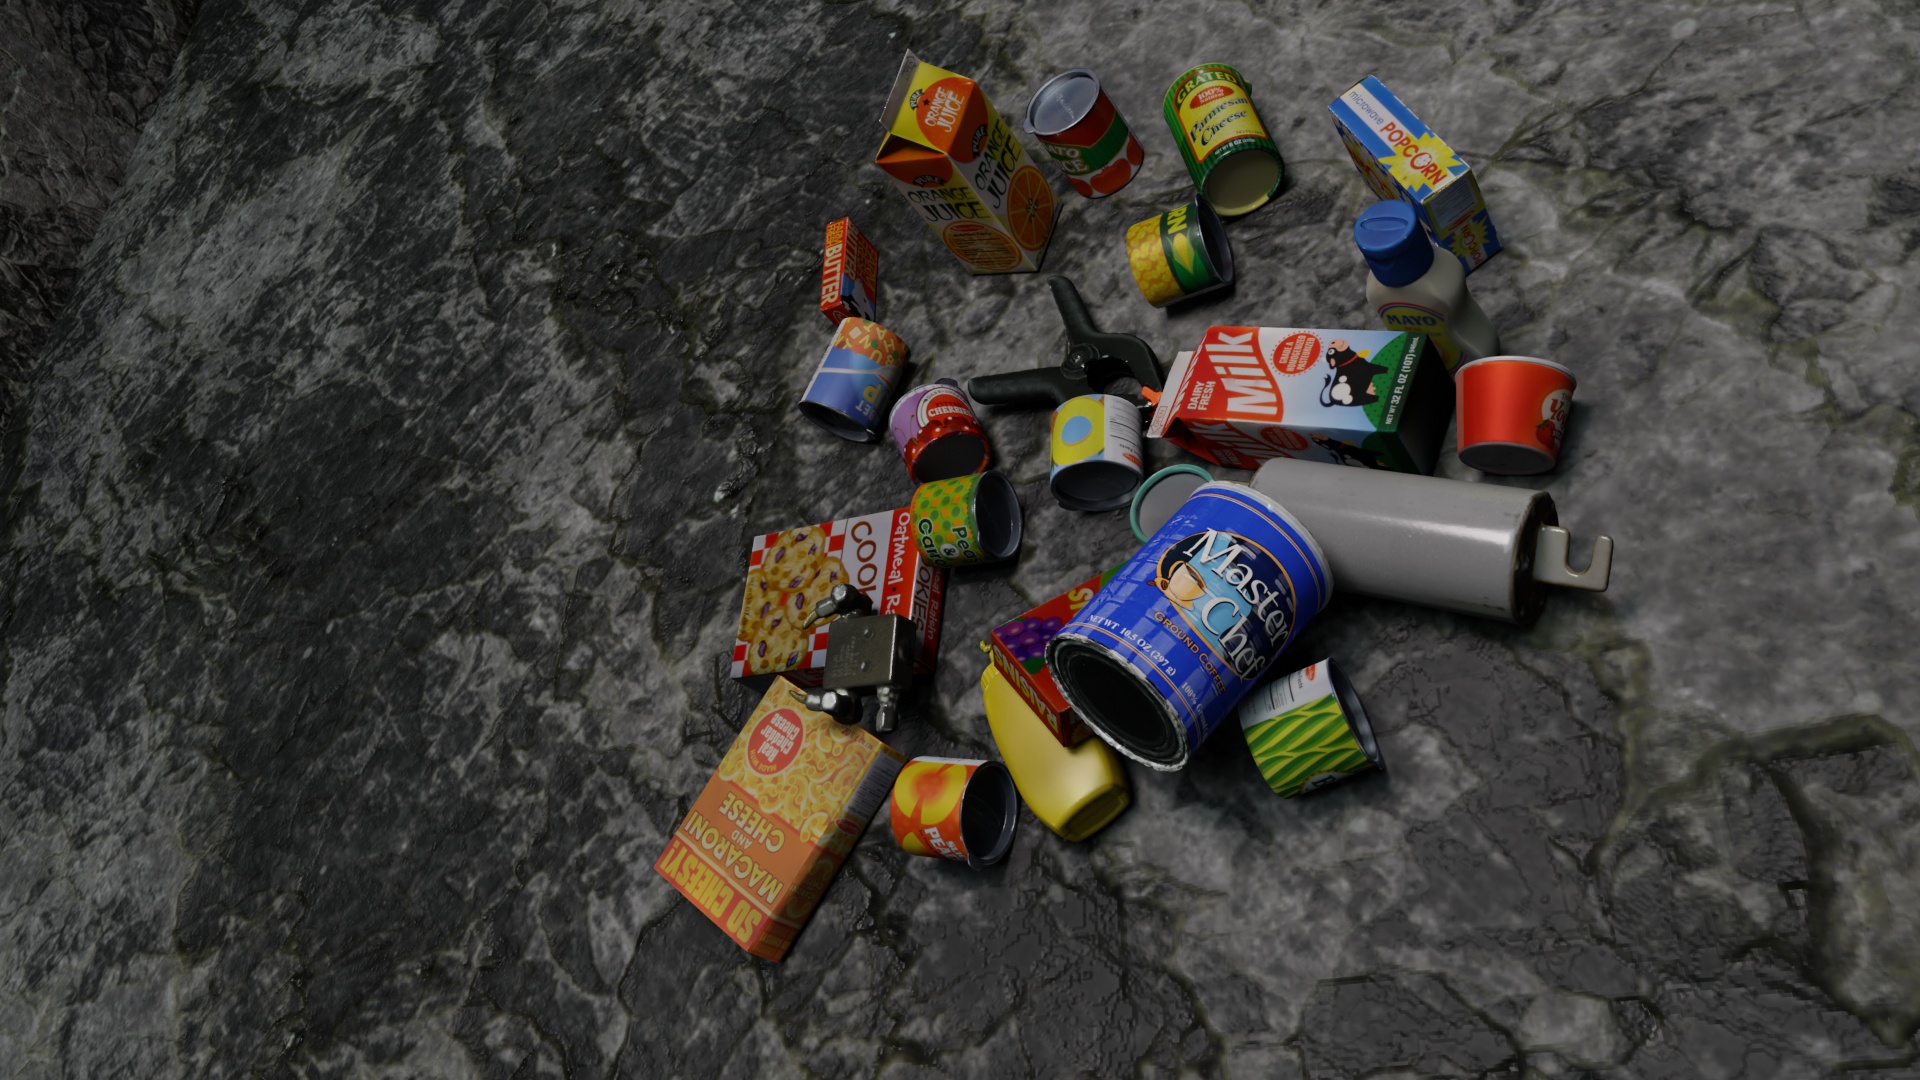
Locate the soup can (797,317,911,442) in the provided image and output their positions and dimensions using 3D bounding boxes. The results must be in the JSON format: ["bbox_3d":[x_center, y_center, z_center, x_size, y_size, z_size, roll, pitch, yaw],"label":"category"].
[{"bbox_3d":[-0.084,-0.132,1.151,0.071,0.071,0.084,13,71,40],"label":"soup can"}]

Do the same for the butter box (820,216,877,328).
[{"bbox_3d":[-0.098,-0.231,1.228,0.024,0.053,0.104,-16,55,25],"label":"butter box"}]

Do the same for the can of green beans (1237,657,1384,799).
[{"bbox_3d":[0.200,0.109,0.799,0.057,0.071,0.071,-27,51,21],"label":"can of green beans"}]

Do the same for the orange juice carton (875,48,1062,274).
[{"bbox_3d":[-0.001,-0.297,1.105,0.073,0.192,0.072,5,66,37],"label":"orange juice carton"}]

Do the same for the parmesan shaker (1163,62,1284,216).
[{"bbox_3d":[0.202,-0.305,1.053,0.071,0.071,0.103,-28,51,19],"label":"parmesan shaker"}]

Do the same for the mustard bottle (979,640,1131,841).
[{"bbox_3d":[0.051,0.120,0.910,0.065,0.048,0.161,-37,47,6],"label":"mustard bottle"}]

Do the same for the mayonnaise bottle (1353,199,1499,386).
[{"bbox_3d":[0.279,-0.148,0.844,0.065,0.148,0.041,11,71,40],"label":"mayonnaise bottle"}]

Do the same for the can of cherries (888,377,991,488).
[{"bbox_3d":[-0.015,-0.080,1.065,0.071,0.071,0.058,-35,49,13],"label":"can of cherries"}]

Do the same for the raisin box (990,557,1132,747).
[{"bbox_3d":[0.093,0.067,0.885,0.124,0.039,0.086,-26,46,-17],"label":"raisin box"}]

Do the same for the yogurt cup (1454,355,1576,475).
[{"bbox_3d":[0.326,-0.072,0.823,0.072,0.072,0.054,1,73,36],"label":"yogurt cup"}]

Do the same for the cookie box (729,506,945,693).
[{"bbox_3d":[-0.091,0.046,1.062,0.167,0.040,0.123,-10,60,31],"label":"cookie box"}]

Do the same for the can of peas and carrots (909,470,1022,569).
[{"bbox_3d":[0.004,-0.013,1.012,0.058,0.071,0.071,-9,58,32],"label":"can of peas and carrots"}]

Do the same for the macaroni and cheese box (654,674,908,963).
[{"bbox_3d":[-0.130,0.197,0.998,0.124,0.040,0.166,25,79,42],"label":"macaroni and cheese box"}]

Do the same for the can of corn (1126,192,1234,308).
[{"bbox_3d":[0.161,-0.212,1.021,0.058,0.071,0.071,-16,55,28],"label":"can of corn"}]

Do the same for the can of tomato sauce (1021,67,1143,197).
[{"bbox_3d":[0.100,-0.328,1.126,0.071,0.083,0.071,-18,54,27],"label":"can of tomato sauce"}]

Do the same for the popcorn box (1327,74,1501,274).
[{"bbox_3d":[0.303,-0.244,0.929,0.038,0.085,0.127,-35,48,13],"label":"popcorn box"}]

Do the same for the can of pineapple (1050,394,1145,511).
[{"bbox_3d":[0.095,-0.061,0.979,0.071,0.071,0.058,-15,55,28],"label":"can of pineapple"}]

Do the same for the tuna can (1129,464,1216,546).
[{"bbox_3d":[0.148,-0.016,0.936,0.071,0.032,0.071,-17,55,26],"label":"tuna can"}]

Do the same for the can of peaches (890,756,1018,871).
[{"bbox_3d":[-0.005,0.177,0.902,0.058,0.071,0.071,-2,63,35],"label":"can of peaches"}]

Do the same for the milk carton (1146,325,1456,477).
[{"bbox_3d":[0.213,-0.090,0.907,0.190,0.073,0.072,10,70,39],"label":"milk carton"}]
